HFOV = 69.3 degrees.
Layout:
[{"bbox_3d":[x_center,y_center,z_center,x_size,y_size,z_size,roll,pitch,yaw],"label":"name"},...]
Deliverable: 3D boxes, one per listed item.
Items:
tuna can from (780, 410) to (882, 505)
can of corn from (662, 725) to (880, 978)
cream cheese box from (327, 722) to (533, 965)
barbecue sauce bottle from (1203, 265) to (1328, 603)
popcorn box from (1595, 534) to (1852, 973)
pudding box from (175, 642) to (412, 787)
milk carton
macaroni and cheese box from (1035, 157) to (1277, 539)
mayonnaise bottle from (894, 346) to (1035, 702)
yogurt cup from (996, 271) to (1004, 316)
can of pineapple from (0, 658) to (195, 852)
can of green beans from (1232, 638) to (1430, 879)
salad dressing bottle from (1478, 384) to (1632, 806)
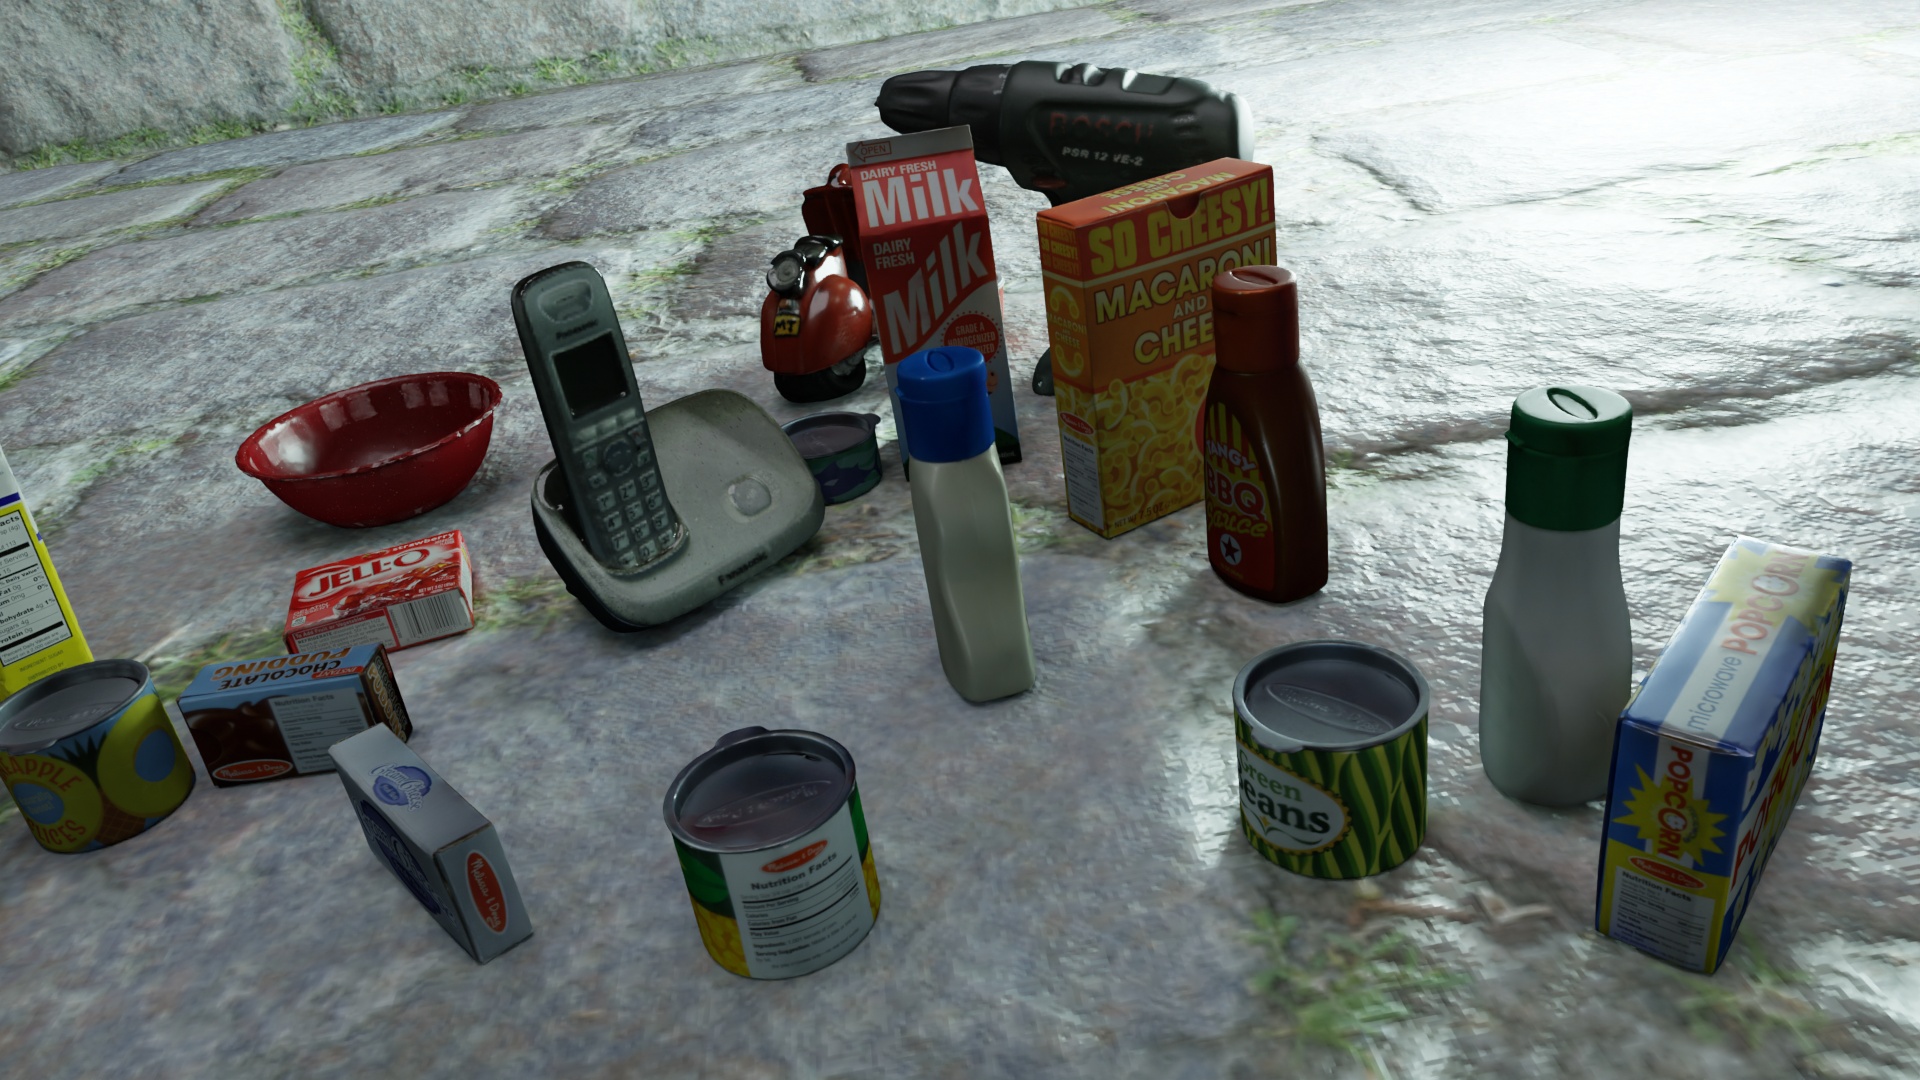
[{"bbox_3d":[-0.078,-0.049,0.818,0.071,0.032,0.071,-7,27,4],"label":"tuna can"},{"bbox_3d":[-0.065,0.108,0.487,0.071,0.058,0.071,-7,27,4],"label":"can of corn"},{"bbox_3d":[-0.201,0.112,0.523,0.024,0.053,0.104,-29,33,-34],"label":"cream cheese box"},{"bbox_3d":[0.136,-0.048,0.629,0.044,0.147,0.065,-20,29,-21],"label":"barbecue sauce bottle"},{"bbox_3d":[0.248,0.065,0.449,0.038,0.084,0.127,15,35,38],"label":"popcorn box"},{"bbox_3d":[-0.296,0.078,0.620,0.084,0.049,0.030,-8,27,1],"label":"pudding box"},{"bbox_3d":[-0.015,-0.139,0.800,0.072,0.189,0.074,-10,27,-2],"label":"milk carton"},{"bbox_3d":[0.108,-0.099,0.716,0.124,0.165,0.040,-22,30,-24],"label":"macaroni and cheese box"},{"bbox_3d":[0.002,-0.007,0.590,0.041,0.147,0.065,-13,27,-9],"label":"mayonnaise bottle"},{"bbox_3d":[0.000,-0.156,0.976,0.072,0.053,0.073,-7,27,4],"label":"yogurt cup"},{"bbox_3d":[-0.379,0.094,0.604,0.071,0.057,0.071,-7,27,4],"label":"can of pineapple"},{"bbox_3d":[0.131,0.076,0.491,0.071,0.057,0.071,-7,27,4],"label":"can of green beans"},{"bbox_3d":[0.206,0.021,0.478,0.044,0.147,0.064,-9,27,0],"label":"salad dressing bottle"}]
